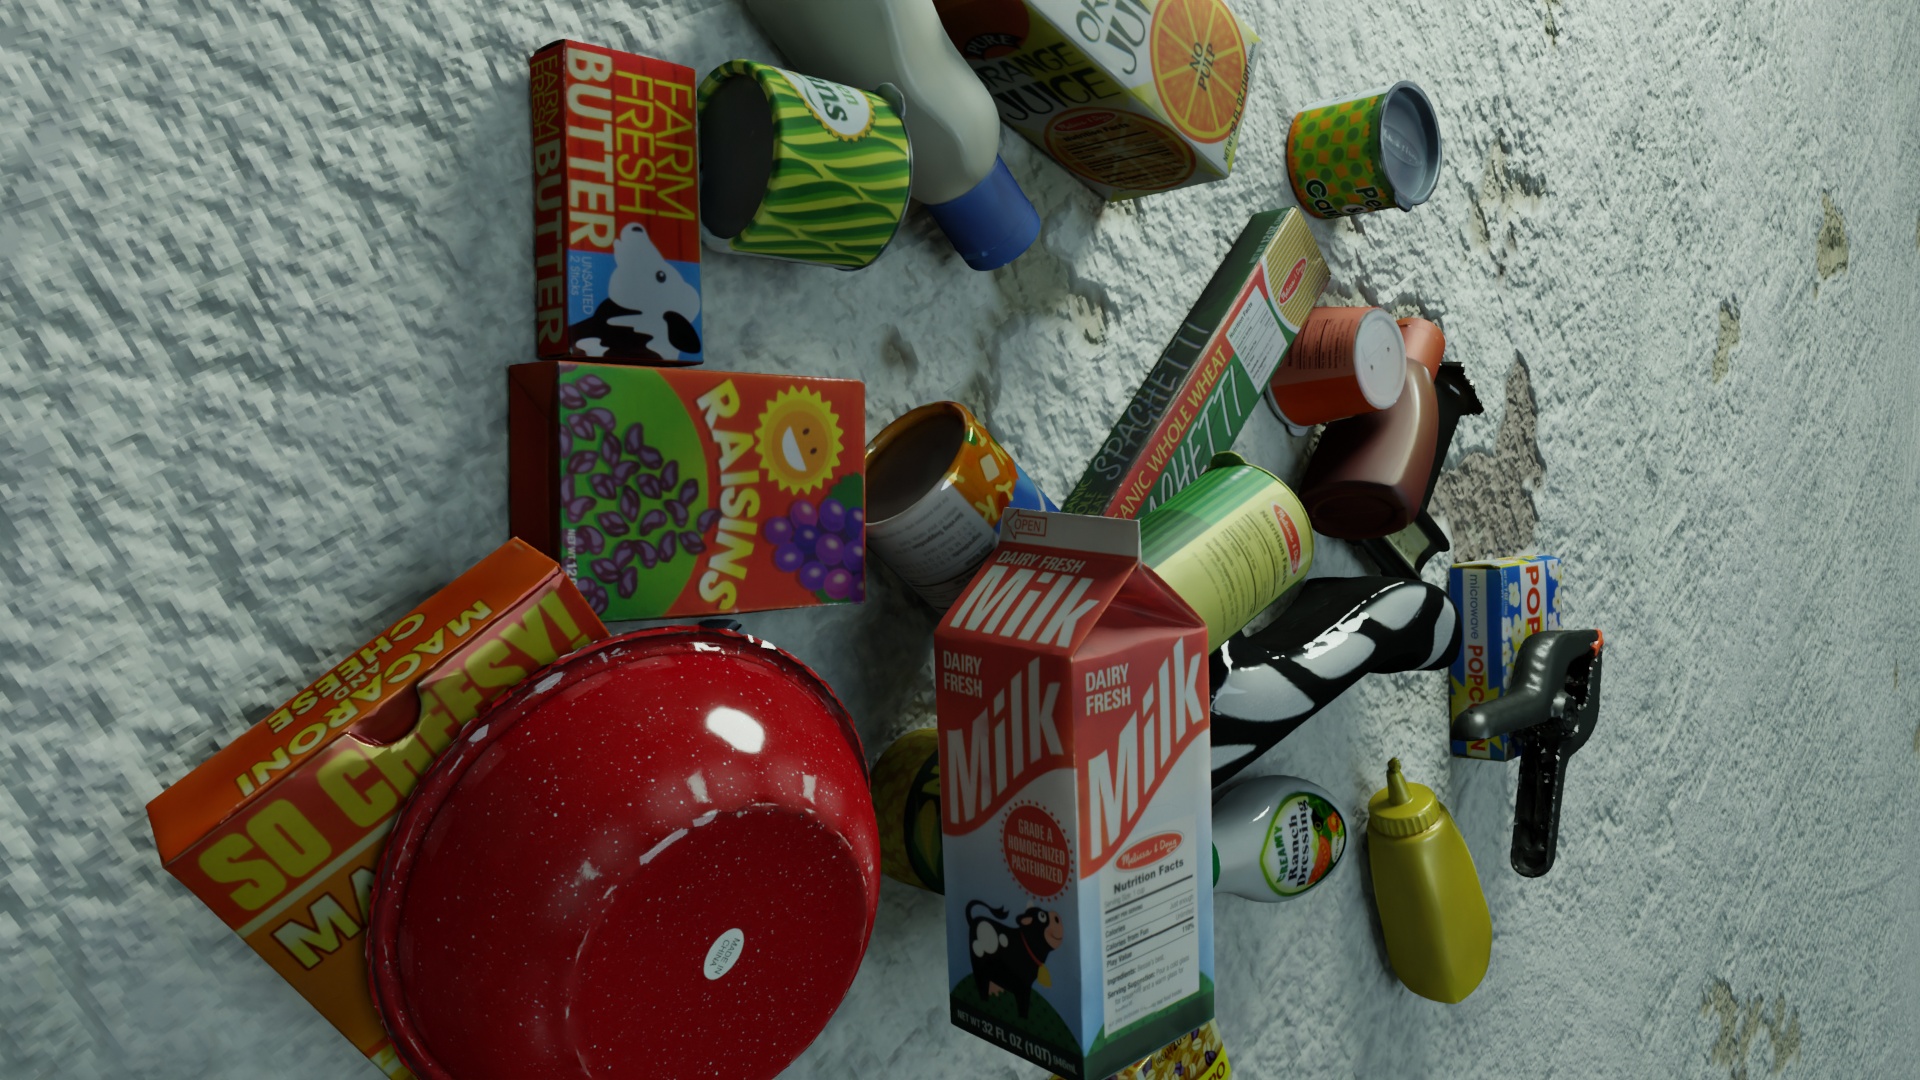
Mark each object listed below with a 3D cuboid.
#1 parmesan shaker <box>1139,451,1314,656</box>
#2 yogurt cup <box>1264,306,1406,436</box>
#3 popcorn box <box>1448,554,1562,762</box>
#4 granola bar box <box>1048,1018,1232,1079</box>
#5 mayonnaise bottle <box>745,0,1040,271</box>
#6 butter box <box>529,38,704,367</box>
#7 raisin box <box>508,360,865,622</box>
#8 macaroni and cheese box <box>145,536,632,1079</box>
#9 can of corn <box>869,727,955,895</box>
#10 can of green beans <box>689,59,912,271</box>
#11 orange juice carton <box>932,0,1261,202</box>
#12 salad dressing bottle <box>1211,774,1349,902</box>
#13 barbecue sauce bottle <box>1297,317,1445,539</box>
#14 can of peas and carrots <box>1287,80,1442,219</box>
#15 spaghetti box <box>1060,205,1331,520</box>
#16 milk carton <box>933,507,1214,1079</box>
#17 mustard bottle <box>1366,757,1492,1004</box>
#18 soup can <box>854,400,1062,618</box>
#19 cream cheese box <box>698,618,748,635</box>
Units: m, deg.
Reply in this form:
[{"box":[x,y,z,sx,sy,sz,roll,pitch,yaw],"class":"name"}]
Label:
[{"box":[0.097,0.013,0.603,0.103,0.071,0.071,-32,112,-38],"class":"parmesan shaker"},{"box":[0.204,-0.096,0.751,0.072,0.054,0.072,0,90,-43],"class":"yogurt cup"},{"box":[0.358,0.075,0.908,0.085,0.038,0.126,-4,93,-43],"class":"popcorn box"},{"box":[0.069,0.303,0.639,0.166,0.039,0.124,-33,112,-38],"class":"granola bar box"},{"box":[-0.020,-0.170,0.537,0.147,0.064,0.041,50,55,-36],"class":"mayonnaise bottle"},{"box":[-0.116,-0.111,0.471,0.053,0.024,0.103,-4,93,-44],"class":"butter box"},{"box":[-0.092,-0.016,0.484,0.124,0.040,0.086,-2,92,-42],"class":"raisin box"},{"box":[-0.132,0.101,0.420,0.124,0.040,0.165,-41,124,-21],"class":"macaroni and cheese box"},{"box":[0.002,0.109,0.560,0.071,0.058,0.071,-1,91,-43],"class":"can of corn"},{"box":[-0.060,-0.132,0.494,0.058,0.071,0.071,-1,91,-43],"class":"can of green beans"},{"box":[0.038,-0.223,0.581,0.192,0.073,0.072,25,74,-40],"class":"orange juice carton"},{"box":[0.138,0.155,0.699,0.148,0.044,0.064,-1,92,-43],"class":"salad dressing bottle"},{"box":[0.239,-0.067,0.782,0.043,0.065,0.149,53,49,-30],"class":"barbecue sauce bottle"},{"box":[0.222,-0.211,0.764,0.071,0.058,0.071,-2,92,-43],"class":"can of peas and carrots"},{"box":[0.116,-0.069,0.686,0.050,0.028,0.251,53,57,-31],"class":"spaghetti box"},{"box":[0.041,0.084,0.503,0.074,0.072,0.190,-8,99,-41],"class":"milk carton"},{"box":[0.273,0.194,0.823,0.065,0.049,0.159,-33,112,-38],"class":"mustard bottle"},{"box":[0.002,-0.007,0.556,0.083,0.071,0.071,46,61,-33],"class":"soup can"},{"box":[-0.081,0.085,0.505,0.053,0.024,0.103,-43,118,-35],"class":"cream cheese box"}]
